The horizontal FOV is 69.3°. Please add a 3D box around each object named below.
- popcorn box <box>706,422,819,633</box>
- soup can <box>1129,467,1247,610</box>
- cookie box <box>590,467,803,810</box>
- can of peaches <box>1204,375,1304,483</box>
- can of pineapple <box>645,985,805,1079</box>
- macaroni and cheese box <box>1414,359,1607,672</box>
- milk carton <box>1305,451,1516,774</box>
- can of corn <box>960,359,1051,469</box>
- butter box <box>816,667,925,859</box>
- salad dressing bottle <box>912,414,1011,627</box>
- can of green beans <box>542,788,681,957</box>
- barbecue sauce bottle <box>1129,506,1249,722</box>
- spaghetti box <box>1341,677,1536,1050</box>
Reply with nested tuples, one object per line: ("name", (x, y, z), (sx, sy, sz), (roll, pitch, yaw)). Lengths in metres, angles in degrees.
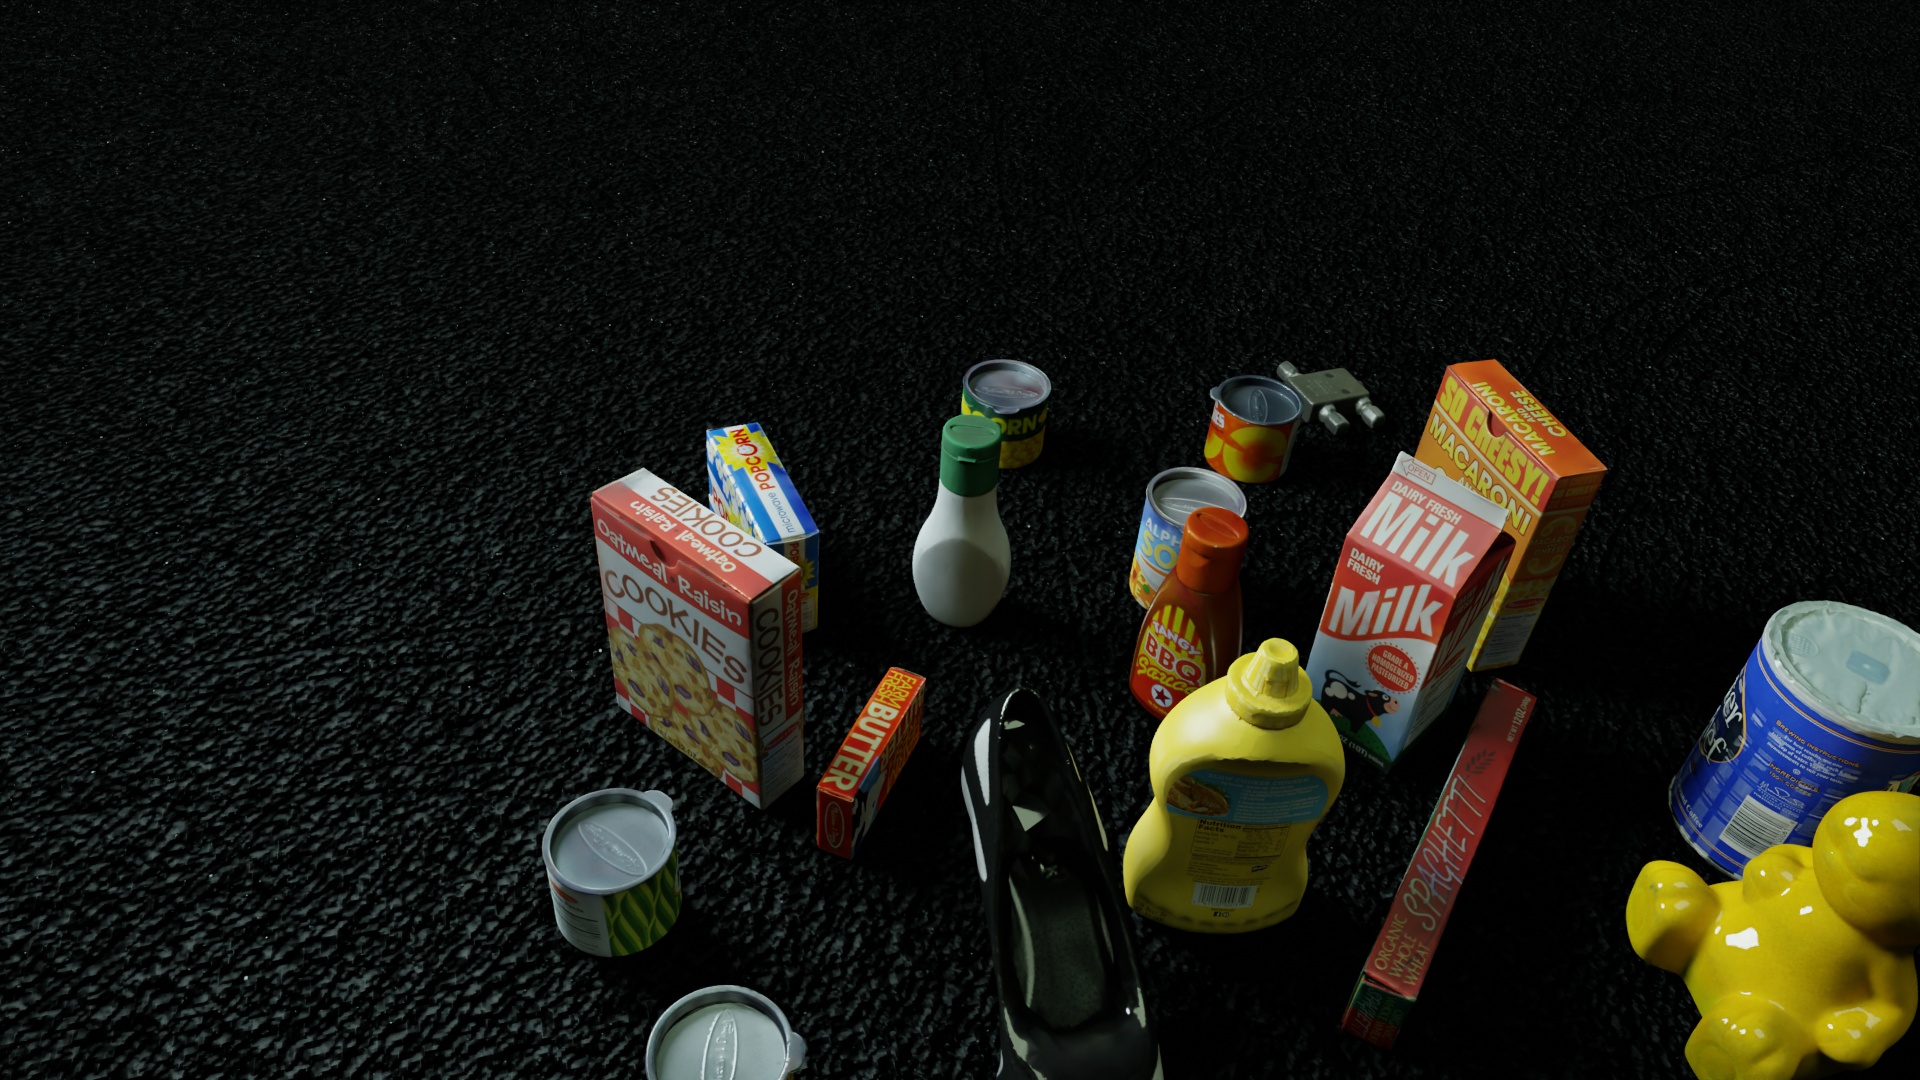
("popcorn box", (-0.131, -0.008, 0.918), (0.038, 0.084, 0.127), (-14, 44, -21))
("soup can", (0.151, 0.005, 0.934), (0.071, 0.083, 0.072), (3, 40, -2))
("cookie box", (-0.145, 0.057, 0.777), (0.123, 0.166, 0.040), (30, 46, 26))
("can of peaches", (0.222, -0.086, 1.067), (0.071, 0.057, 0.071), (3, 40, -2))
("can of pineapple", (-0.108, 0.250, 0.639), (0.071, 0.057, 0.071), (3, 40, -2))
("macaroni and cheese box", (0.343, -0.015, 0.914), (0.040, 0.165, 0.124), (-8, 42, -15))
("milk carton", (0.265, 0.039, 0.823), (0.072, 0.189, 0.074), (35, 49, 30))
("can of corn", (0.033, -0.094, 1.058), (0.071, 0.058, 0.071), (3, 40, -2))
("butter box", (-0.051, 0.126, 0.795), (0.024, 0.052, 0.104), (17, 42, 14))
("salad dressing bottle", (0.003, -0.011, 0.888), (0.064, 0.146, 0.044), (9, 40, 4))
("can of green beans", (-0.180, 0.173, 0.722), (0.071, 0.057, 0.071), (3, 40, -2))
("barbecue sauce bottle", (0.141, 0.047, 0.834), (0.065, 0.147, 0.044), (34, 48, 30))
("spaghetti box", (0.271, 0.172, 0.776), (0.029, 0.049, 0.251), (24, 44, 21))
